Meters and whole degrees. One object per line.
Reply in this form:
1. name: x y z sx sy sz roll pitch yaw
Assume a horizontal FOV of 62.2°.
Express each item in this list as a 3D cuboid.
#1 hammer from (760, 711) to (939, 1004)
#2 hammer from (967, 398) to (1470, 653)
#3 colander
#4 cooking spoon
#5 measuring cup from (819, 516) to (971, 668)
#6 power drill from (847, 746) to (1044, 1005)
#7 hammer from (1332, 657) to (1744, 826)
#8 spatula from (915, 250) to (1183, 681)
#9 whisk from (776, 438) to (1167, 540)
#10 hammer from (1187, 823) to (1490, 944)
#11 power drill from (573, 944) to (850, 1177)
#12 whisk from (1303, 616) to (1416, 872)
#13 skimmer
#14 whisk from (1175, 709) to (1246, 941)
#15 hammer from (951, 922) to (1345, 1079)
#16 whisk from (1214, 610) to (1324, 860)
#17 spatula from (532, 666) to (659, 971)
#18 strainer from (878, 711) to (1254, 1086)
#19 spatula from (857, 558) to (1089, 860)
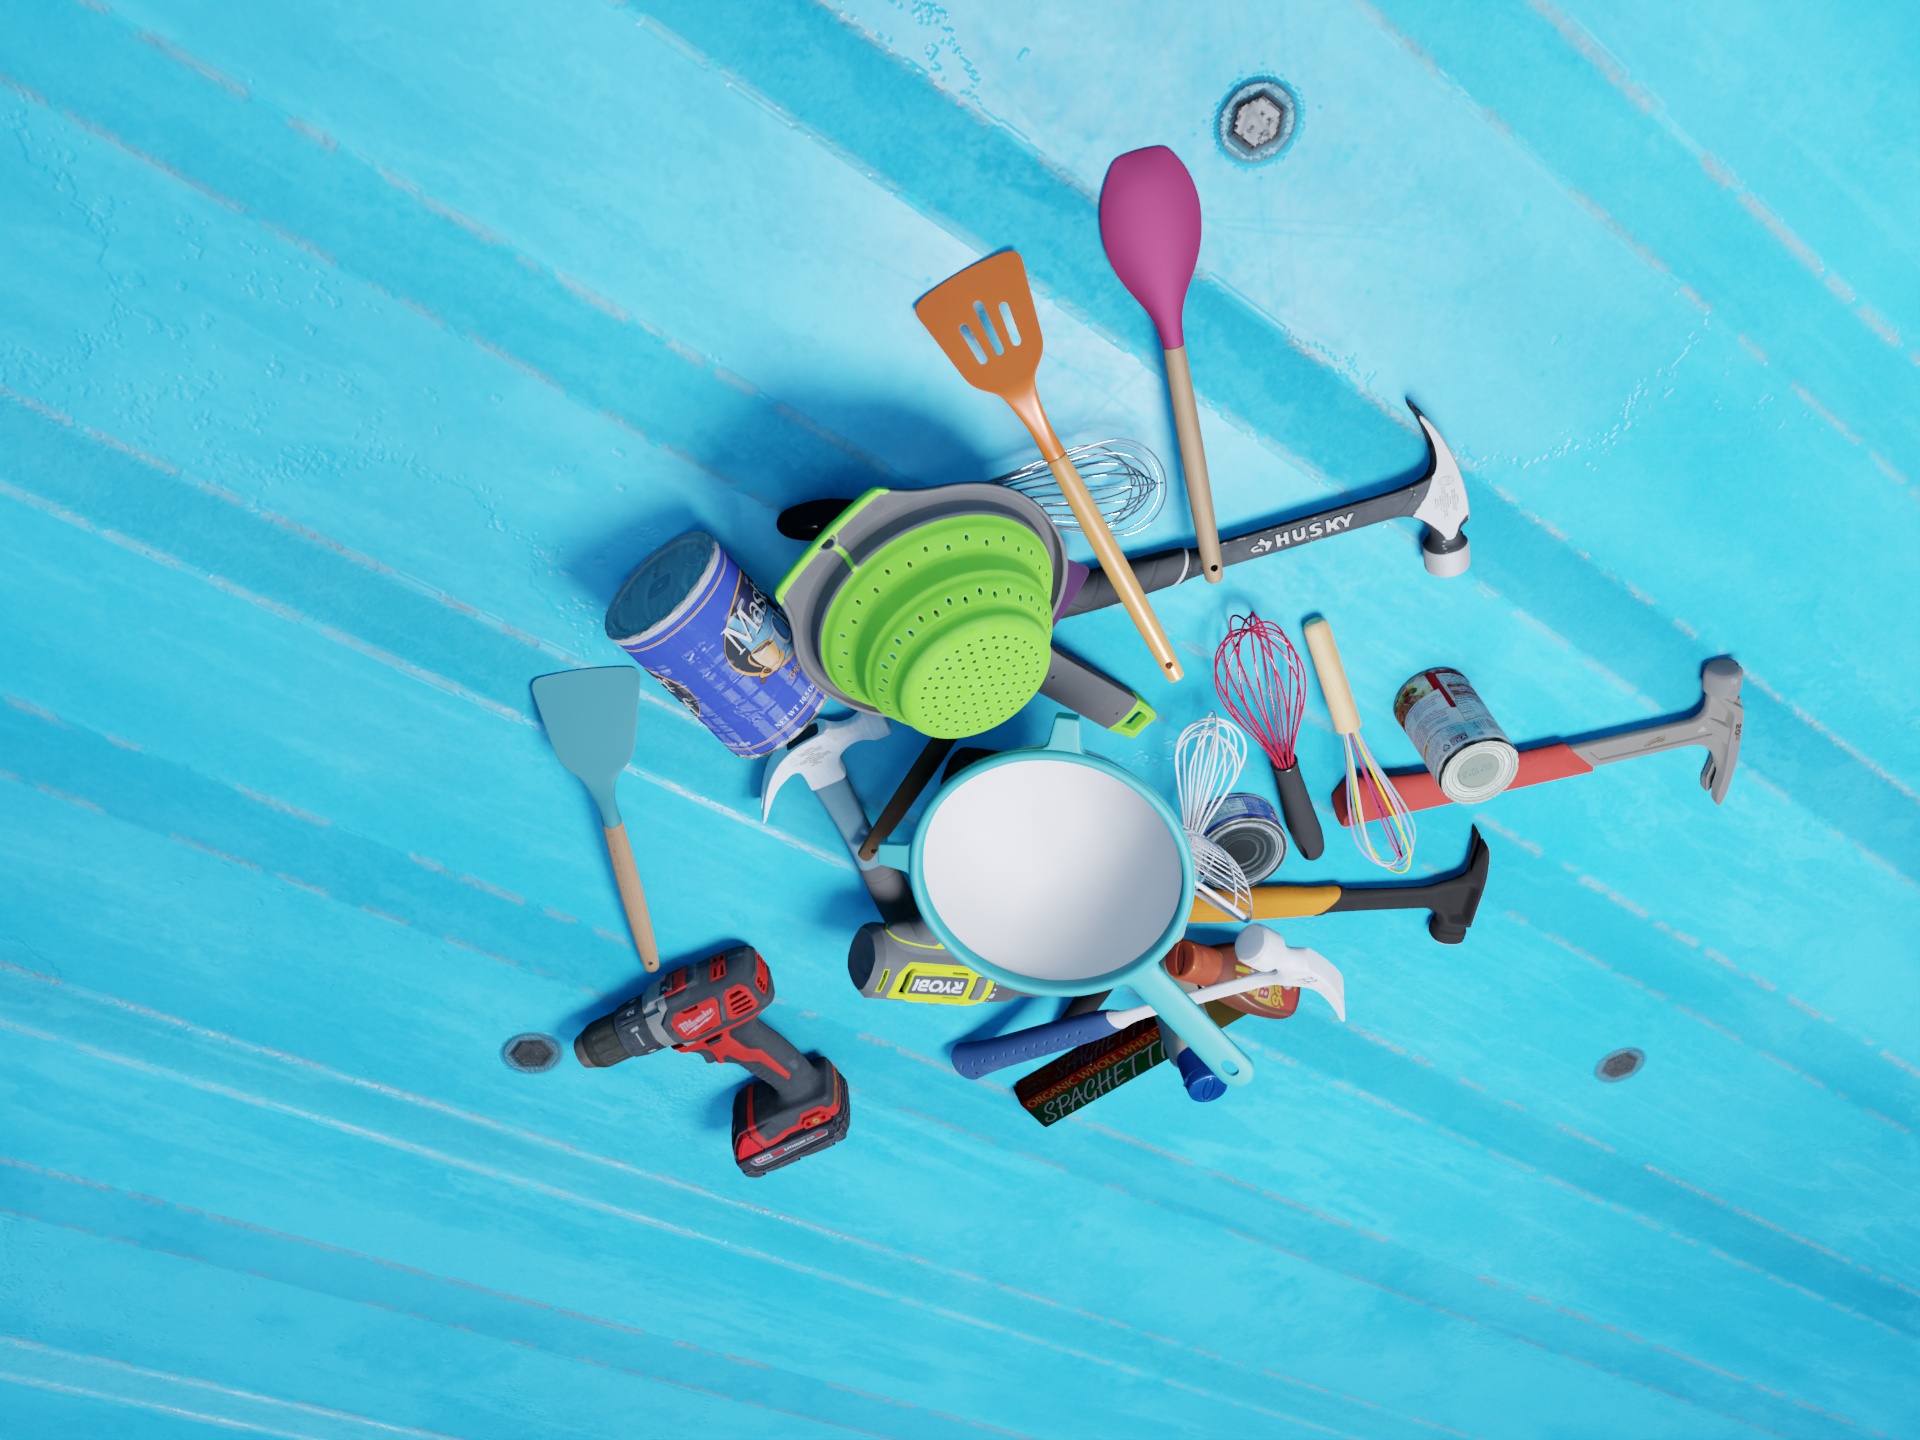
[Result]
1. hammer: -0.068 0.129 1.361 0.128 0.033 0.330 -21 127 5
2. hammer: 0.186 -0.127 1.216 0.409 0.036 0.149 -16 126 2
3. colander: 0.045 -0.031 1.150 0.204 0.095 0.396 -44 140 18
4. cooking spoon: 0.154 -0.239 1.117 0.069 0.017 0.318 -15 119 1
5. measuring cup: -0.040 -0.077 1.163 0.095 0.052 0.173 -23 131 24
6. power drill: 0.028 0.145 1.338 0.190 0.080 0.228 9 117 -28
7. hammer: 0.506 0.047 1.397 0.359 0.037 0.149 -13 127 -1
8. spatula: 0.078 -0.165 1.107 0.081 0.041 0.322 -27 109 12
9. whisk: 0.008 -0.156 1.153 0.284 0.070 0.070 -6 127 1
10. hammer: 0.313 0.160 1.448 0.337 0.034 0.127 -2 127 -8
11. power drill: -0.221 0.316 1.447 0.188 0.080 0.226 -25 123 9
12. whisk: 0.331 0.024 1.319 0.051 0.047 0.244 -21 112 6
13. skimmer: 0.139 0.207 1.373 0.127 0.090 0.363 32 136 5
14. whisk: 0.195 0.096 1.344 0.058 0.059 0.246 5 126 -2
15. hammer: 0.149 0.262 1.390 0.144 0.035 0.405 29 142 -34
16. whisk: 0.266 0.022 1.326 0.073 0.073 0.295 -21 132 6
17. spatula: -0.279 0.094 1.306 0.082 0.044 0.317 -7 132 -5
18. strainer: 0.114 0.142 1.217 0.211 0.095 0.340 -37 106 23
19. spatula: -0.002 -0.004 1.243 0.059 0.018 0.315 15 123 -33
